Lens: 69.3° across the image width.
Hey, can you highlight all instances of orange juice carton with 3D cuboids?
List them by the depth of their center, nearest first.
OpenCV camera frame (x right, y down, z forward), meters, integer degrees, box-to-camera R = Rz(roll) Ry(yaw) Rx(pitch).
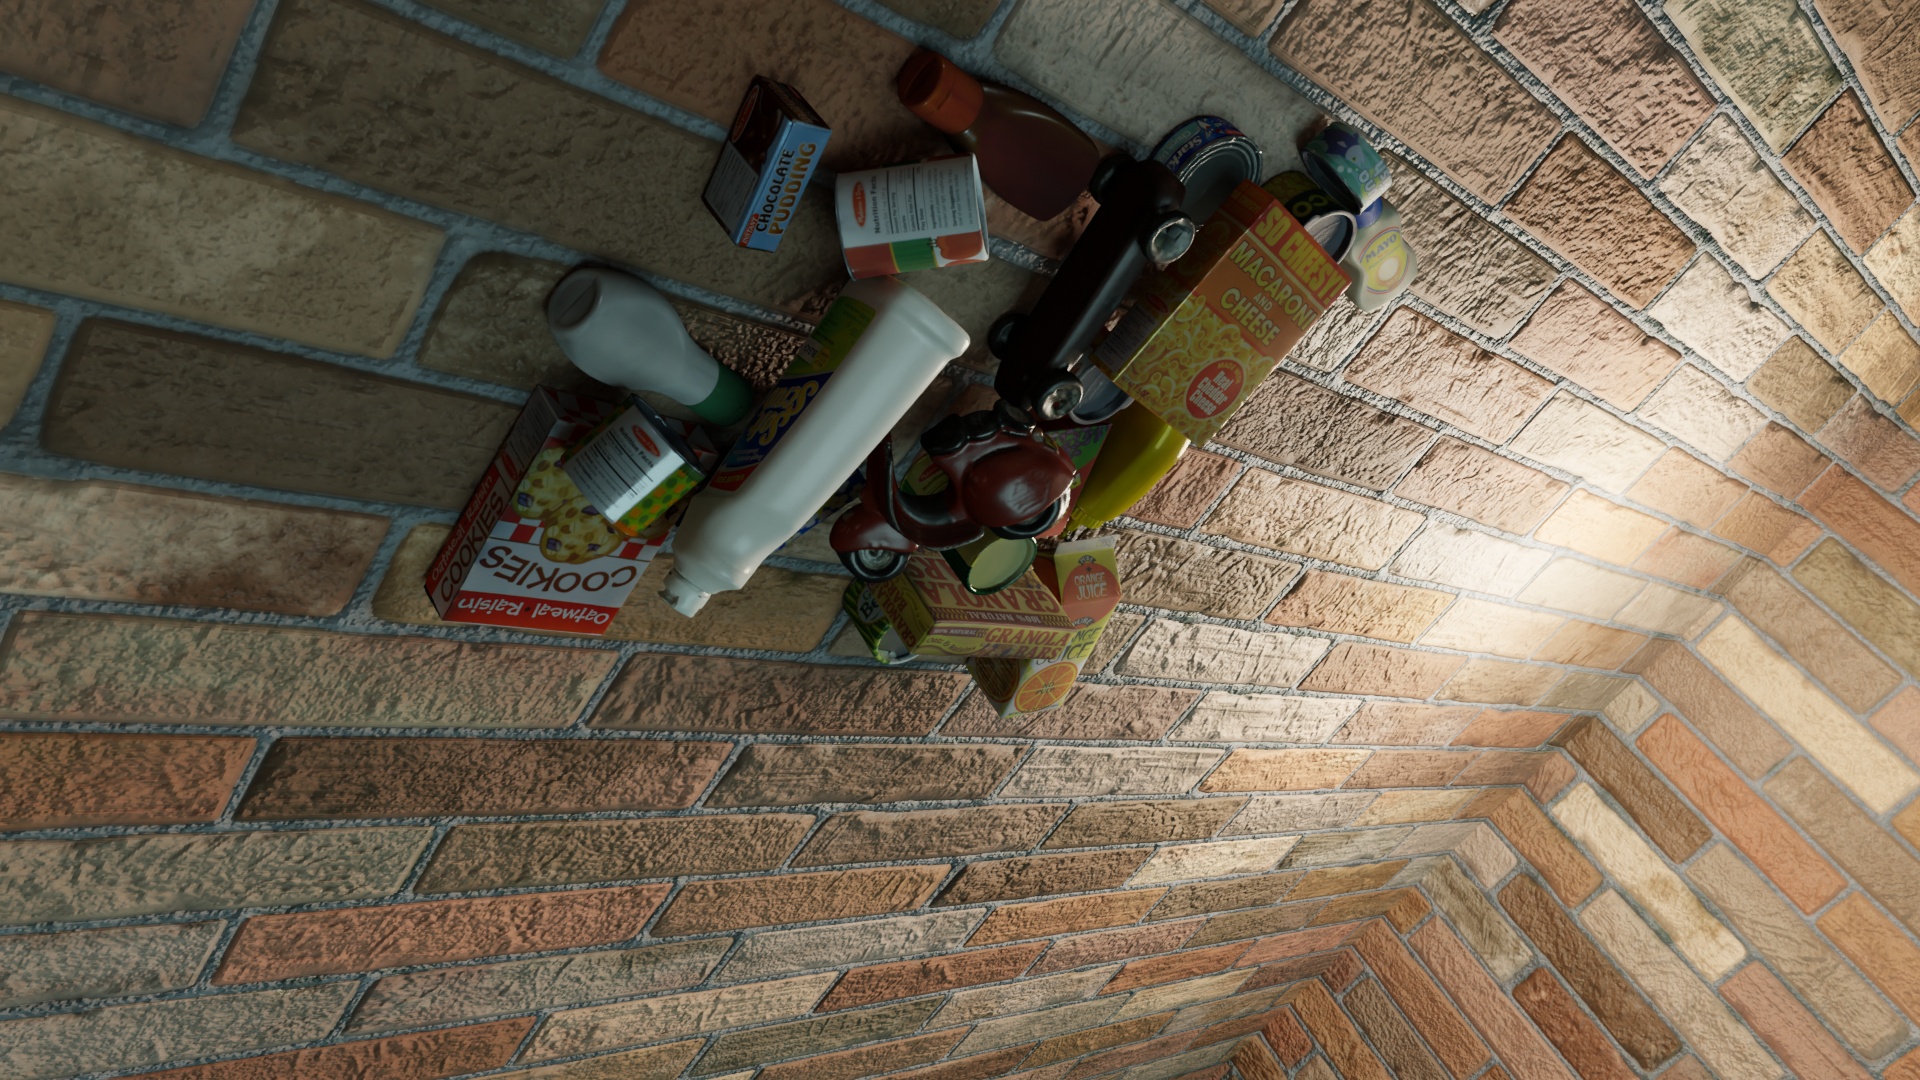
[{"bbox_3d":[0.081,0.069,1.265,0.072,0.073,0.191,-6,135,-36],"label":"orange juice carton"}]

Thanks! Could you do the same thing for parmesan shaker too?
[{"bbox_3d":[0.004,-0.013,1.074,0.071,0.103,0.071,-23,144,-18],"label":"parmesan shaker"}]

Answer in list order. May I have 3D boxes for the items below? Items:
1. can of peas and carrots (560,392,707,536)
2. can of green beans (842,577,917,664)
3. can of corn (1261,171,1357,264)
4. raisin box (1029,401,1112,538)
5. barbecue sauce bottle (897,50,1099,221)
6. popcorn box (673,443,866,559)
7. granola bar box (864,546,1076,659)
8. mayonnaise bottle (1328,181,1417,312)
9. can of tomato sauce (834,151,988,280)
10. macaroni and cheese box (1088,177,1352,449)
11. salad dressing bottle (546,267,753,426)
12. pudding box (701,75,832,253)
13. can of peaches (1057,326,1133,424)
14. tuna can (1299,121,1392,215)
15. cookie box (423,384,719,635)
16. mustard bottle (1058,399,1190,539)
[{"bbox_3d":[-0.195,-0.044,0.832,0.059,0.071,0.070,-41,145,0],"label":"can of peas and carrots"},{"bbox_3d":[-0.056,0.060,1.149,0.071,0.058,0.071,-23,143,-18],"label":"can of green beans"},{"bbox_3d":[0.258,-0.241,1.064,0.071,0.058,0.070,-23,144,-18],"label":"can of corn"},{"bbox_3d":[0.061,-0.055,1.132,0.086,0.040,0.122,-10,139,-34],"label":"raisin box"},{"bbox_3d":[0.023,-0.253,0.861,0.064,0.044,0.148,-48,143,19],"label":"barbecue sauce bottle"},{"bbox_3d":[-0.136,-0.035,0.985,0.127,0.038,0.085,-34,147,-3],"label":"popcorn box"},{"bbox_3d":[0.001,0.037,1.113,0.166,0.124,0.039,7,128,-45],"label":"granola bar box"},{"bbox_3d":[0.333,-0.248,1.135,0.064,0.041,0.147,-38,146,6],"label":"mayonnaise bottle"},{"bbox_3d":[-0.028,-0.196,0.838,0.083,0.071,0.071,-7,144,6],"label":"can of tomato sauce"},{"bbox_3d":[0.190,-0.162,1.011,0.166,0.040,0.123,-49,135,12],"label":"macaroni and cheese box"},{"bbox_3d":[-0.184,-0.113,0.848,0.064,0.044,0.147,-44,146,8],"label":"salad dressing bottle"},{"bbox_3d":[-0.111,-0.212,0.788,0.030,0.050,0.083,1,131,-43],"label":"pudding box"},{"bbox_3d":[0.095,-0.131,1.055,0.071,0.058,0.071,-23,143,-19],"label":"can of peaches"},{"bbox_3d":[0.290,-0.277,1.038,0.033,0.071,0.071,-42,145,7],"label":"tuna can"},{"bbox_3d":[-0.254,-0.014,0.907,0.123,0.040,0.167,12,122,-48],"label":"cookie box"},{"bbox_3d":[0.130,-0.058,1.171,0.049,0.065,0.159,9,132,-39],"label":"mustard bottle"}]
